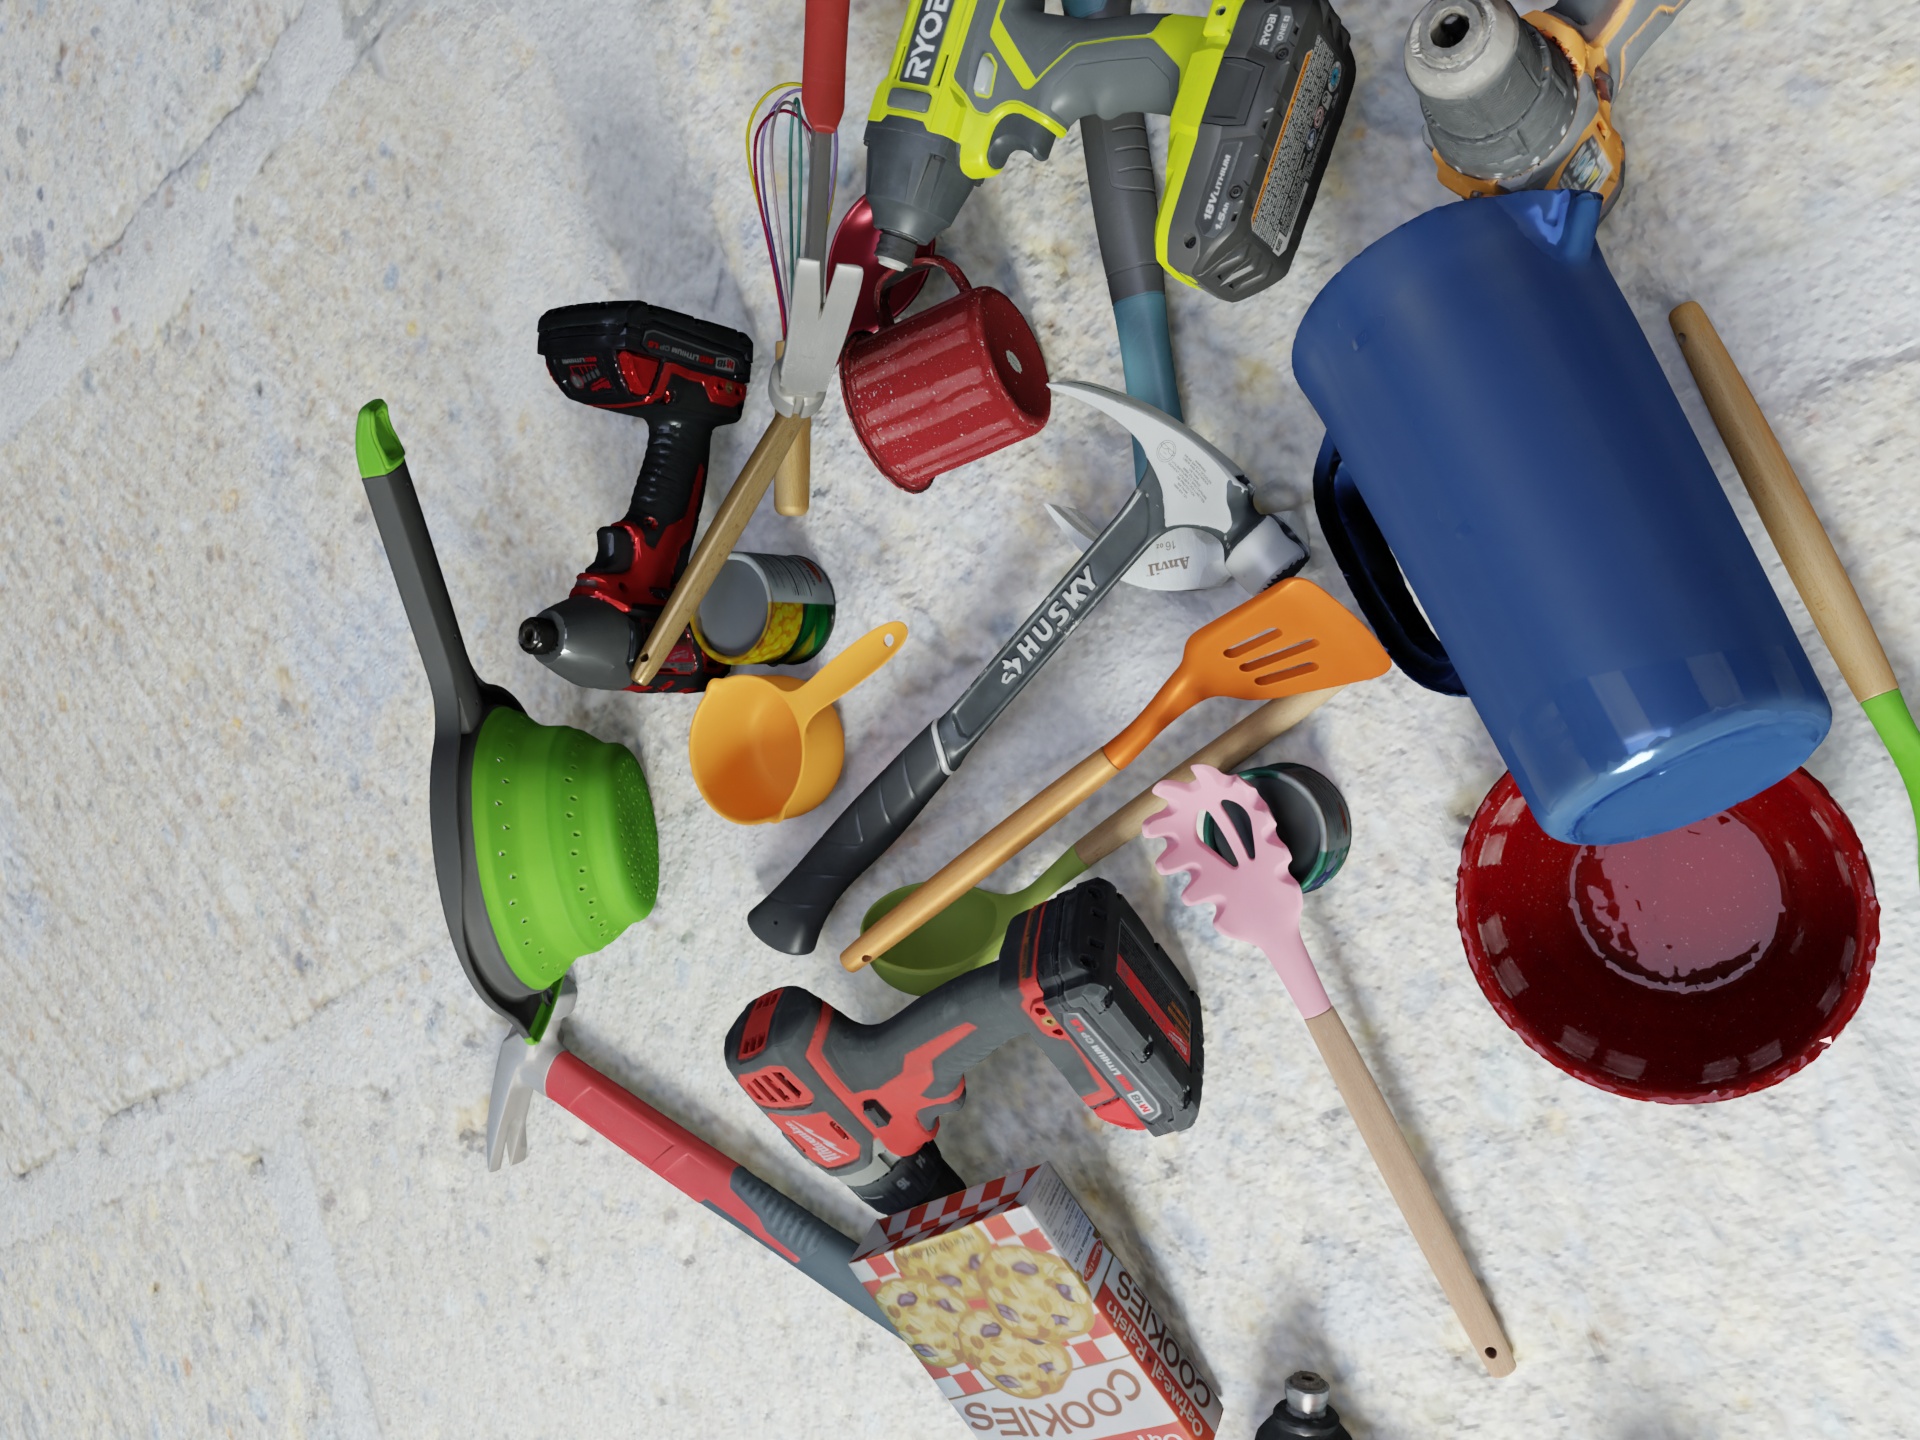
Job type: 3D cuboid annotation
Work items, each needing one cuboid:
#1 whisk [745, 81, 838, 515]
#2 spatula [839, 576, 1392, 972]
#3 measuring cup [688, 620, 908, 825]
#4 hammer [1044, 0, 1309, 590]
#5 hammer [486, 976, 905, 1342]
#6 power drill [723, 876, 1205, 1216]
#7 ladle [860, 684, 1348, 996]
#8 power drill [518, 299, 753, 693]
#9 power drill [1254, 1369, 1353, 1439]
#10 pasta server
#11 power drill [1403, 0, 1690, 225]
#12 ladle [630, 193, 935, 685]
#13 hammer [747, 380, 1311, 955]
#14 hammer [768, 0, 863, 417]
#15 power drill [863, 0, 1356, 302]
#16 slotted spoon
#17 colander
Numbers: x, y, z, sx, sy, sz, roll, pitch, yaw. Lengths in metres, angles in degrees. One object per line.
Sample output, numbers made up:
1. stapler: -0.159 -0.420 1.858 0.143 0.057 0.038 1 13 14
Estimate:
1. whisk: -0.100 -0.243 0.925 0.051 0.047 0.245 -160 70 -63
2. spatula: 0.058 0.038 0.781 0.322 0.081 0.041 -39 36 20
3. measuring cup: -0.081 -0.006 0.918 0.173 0.052 0.095 -36 73 27
4. hammer: 0.090 -0.227 0.809 0.128 0.033 0.331 -10 87 32
5. hammer: -0.151 0.301 0.984 0.386 0.038 0.143 24 106 30
6. power drill: 0.013 0.191 0.823 0.226 0.080 0.187 -24 118 25
7. ladle: 0.075 0.047 0.818 0.320 0.078 0.062 -38 113 24
8. power drill: -0.193 -0.126 0.932 0.078 0.143 0.219 5 93 35
9. power drill: 0.230 0.399 0.718 0.226 0.084 0.164 2 93 37
10. pasta server: 0.178 0.162 0.739 0.060 0.040 0.316 -28 86 23
11. power drill: 0.260 -0.303 0.609 0.084 0.185 0.226 42 110 26
12. ladle: -0.103 -0.157 0.896 0.069 0.031 0.315 31 92 27
13. hammer: -0.001 -0.003 0.852 0.149 0.036 0.408 50 122 13
14. hammer: -0.071 -0.350 0.836 0.149 0.036 0.359 129 144 -71
15. power drill: 0.058 -0.285 0.764 0.223 0.080 0.171 23 99 29
16. slotted spoon: 0.359 -0.034 0.640 0.031 0.070 0.314 -17 75 -10
17. colander: -0.255 0.001 0.939 0.094 0.205 0.396 -9 115 2
